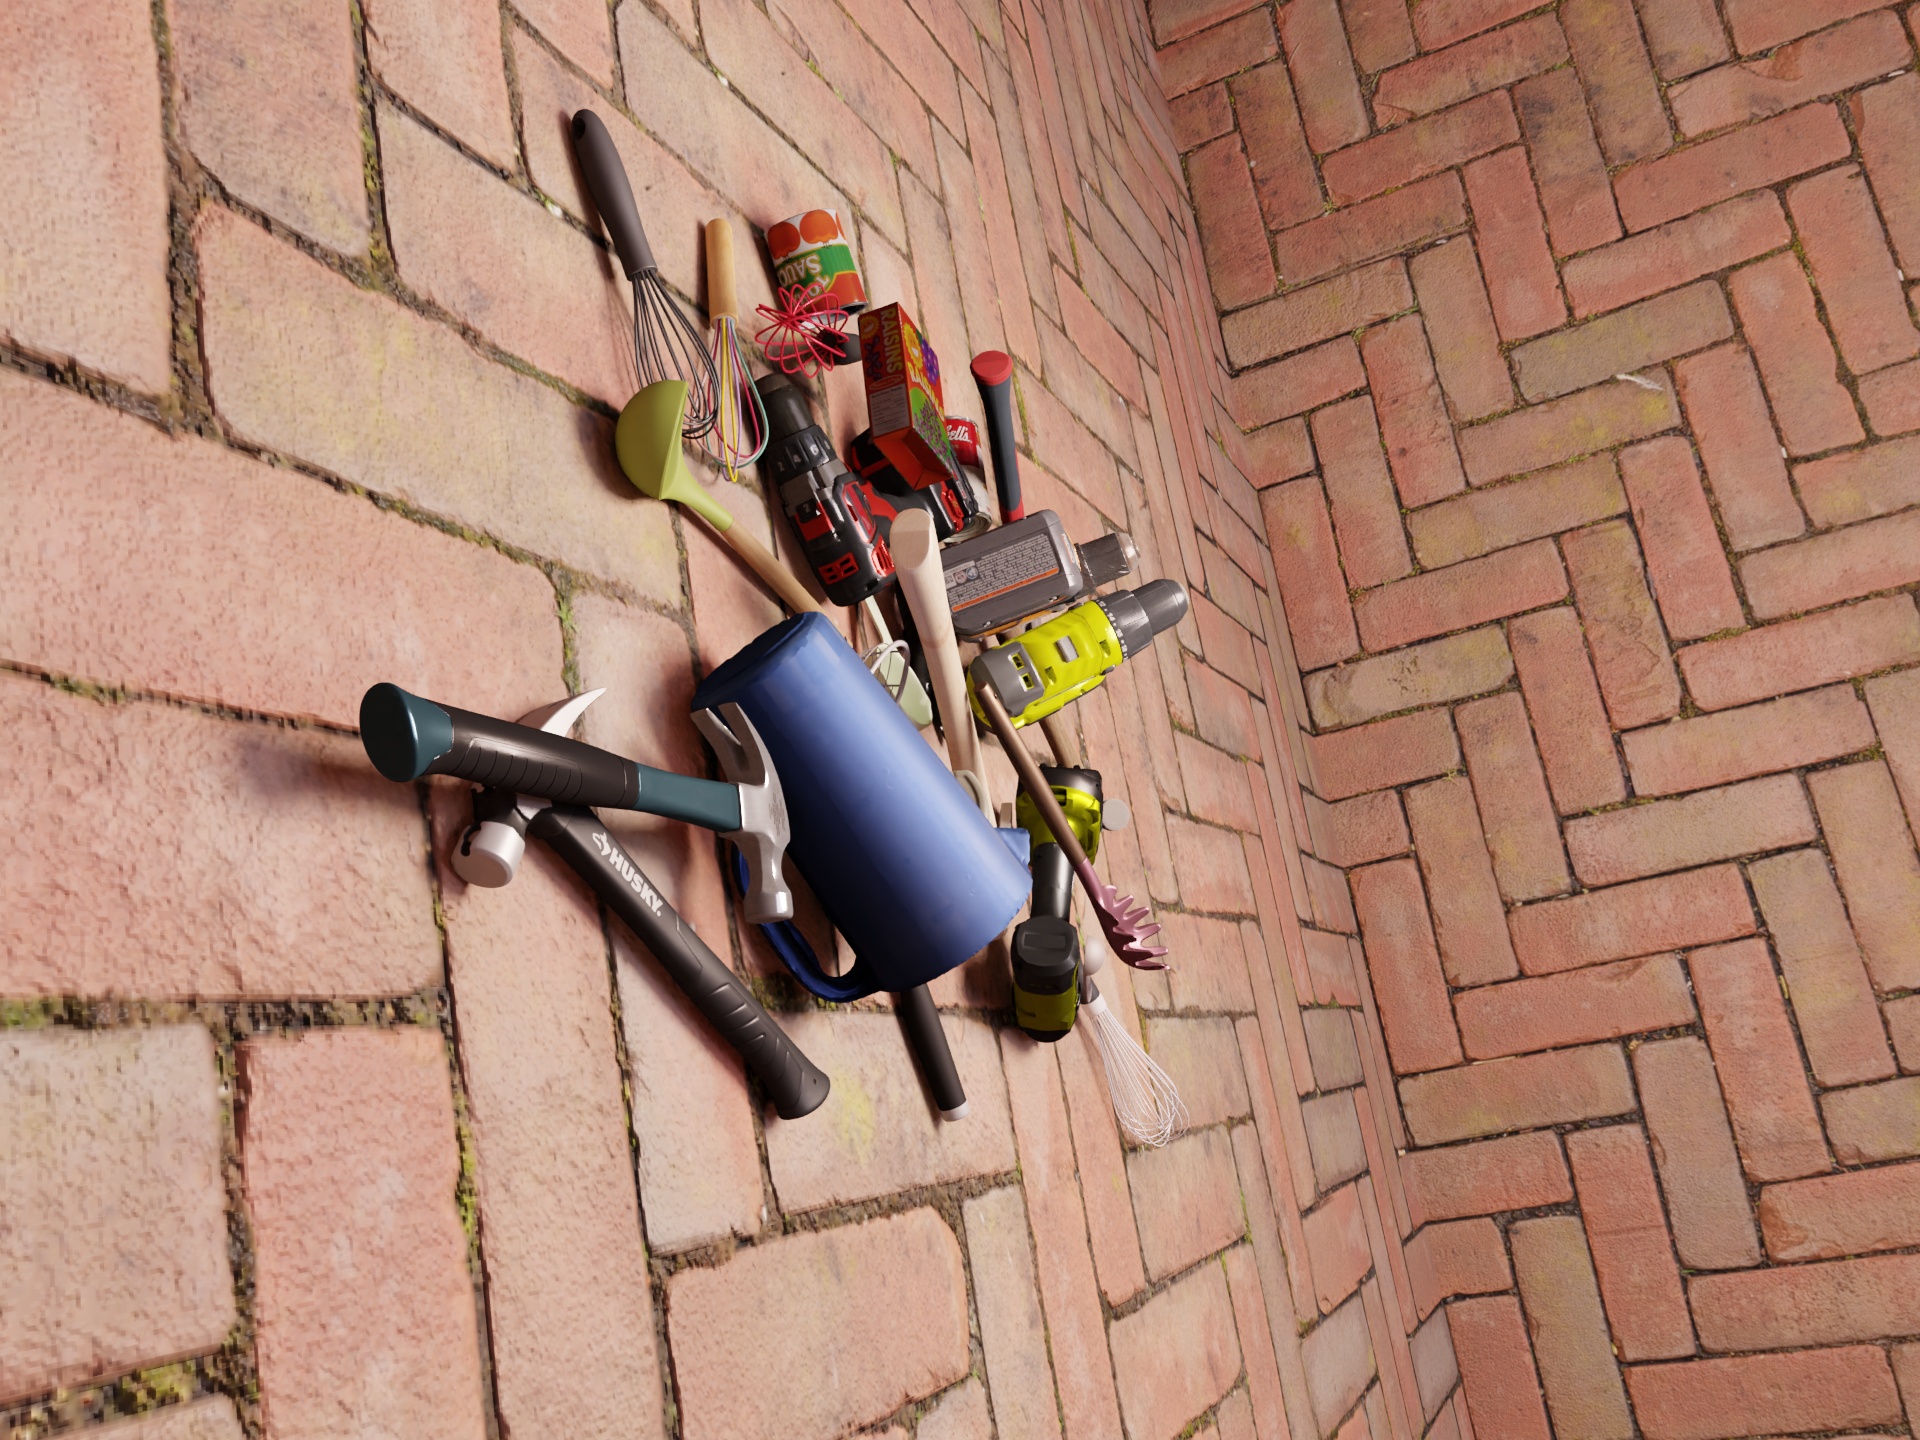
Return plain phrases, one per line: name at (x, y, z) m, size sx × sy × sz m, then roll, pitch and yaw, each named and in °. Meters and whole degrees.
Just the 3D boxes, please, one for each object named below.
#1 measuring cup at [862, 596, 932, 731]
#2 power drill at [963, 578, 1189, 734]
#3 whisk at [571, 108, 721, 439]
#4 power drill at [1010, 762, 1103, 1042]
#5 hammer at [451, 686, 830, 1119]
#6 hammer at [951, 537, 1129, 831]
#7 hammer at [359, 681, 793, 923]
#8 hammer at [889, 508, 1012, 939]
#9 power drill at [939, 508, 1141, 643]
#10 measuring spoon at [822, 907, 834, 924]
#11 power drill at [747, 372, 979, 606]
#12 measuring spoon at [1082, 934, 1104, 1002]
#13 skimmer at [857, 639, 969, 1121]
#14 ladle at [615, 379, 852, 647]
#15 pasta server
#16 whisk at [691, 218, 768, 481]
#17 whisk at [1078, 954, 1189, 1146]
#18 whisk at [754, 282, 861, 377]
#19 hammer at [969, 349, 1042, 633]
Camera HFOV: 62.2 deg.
measuring cup at (-0.074, -0.056, 1.297) m, size 0.083 × 0.038 × 0.168 m, roll 34°, pitch 28°, yaw -55°
power drill at (0.093, -0.057, 1.402) m, size 0.080 × 0.190 × 0.228 m, roll 63°, pitch -9°, yaw 2°
whisk at (-0.220, -0.306, 1.091) m, size 0.055 × 0.055 × 0.239 m, roll -18°, pitch 87°, yaw -68°
power drill at (0.082, 0.166, 1.423) m, size 0.171 × 0.080 × 0.223 m, roll 85°, pitch 10°, yaw -53°
hammer at (-0.166, 0.127, 0.933) m, size 0.334 × 0.035 × 0.146 m, roll 58°, pitch 28°, yaw -36°
hammer at (0.068, -0.041, 1.567) m, size 0.331 × 0.031 × 0.130 m, roll 65°, pitch -14°, yaw -3°
hammer at (-0.188, 0.033, 0.851) m, size 0.330 × 0.033 × 0.128 m, roll 23°, pitch 56°, yaw -62°
hammer at (-0.002, -0.004, 1.270) m, size 0.146 × 0.038 × 0.410 m, roll -85°, pitch 167°, yaw -44°
power drill at (0.070, -0.129, 1.412) m, size 0.226 × 0.185 × 0.084 m, roll 6°, pitch 64°, yaw -83°
measuring spoon at (-0.102, 0.092, 1.148) m, size 0.042 × 0.021 × 0.129 m, roll 7°, pitch 60°, yaw -66°
power drill at (-0.084, -0.204, 1.309) m, size 0.188 × 0.080 × 0.227 m, roll 64°, pitch 27°, yaw -7°
measuring spoon at (0.115, 0.219, 1.367) m, size 0.124 × 0.018 × 0.034 m, roll 80°, pitch 17°, yaw -61°
skimmer at (-0.031, 0.124, 1.188) m, size 0.127 × 0.090 × 0.363 m, roll -35°, pitch 108°, yaw -70°
ladle at (-0.144, -0.128, 1.136) m, size 0.319 × 0.062 × 0.078 m, roll 48°, pitch 44°, yaw -53°
pasta server at (0.092, 0.092, 1.302) m, size 0.316 × 0.040 × 0.060 m, roll 60°, pitch 18°, yaw -27°
whisk at (-0.174, -0.282, 1.185) m, size 0.047 × 0.051 × 0.245 m, roll 33°, pitch 42°, yaw -51°
whisk at (0.142, 0.301, 1.547) m, size 0.284 × 0.070 × 0.070 m, roll 61°, pitch 25°, yaw -17°
whisk at (-0.109, -0.309, 1.293) m, size 0.296 × 0.073 × 0.073 m, roll -57°, pitch 129°, yaw -79°
hammer at (0.048, -0.207, 1.512) m, size 0.386 × 0.038 × 0.143 m, roll 75°, pitch 8°, yaw -65°
